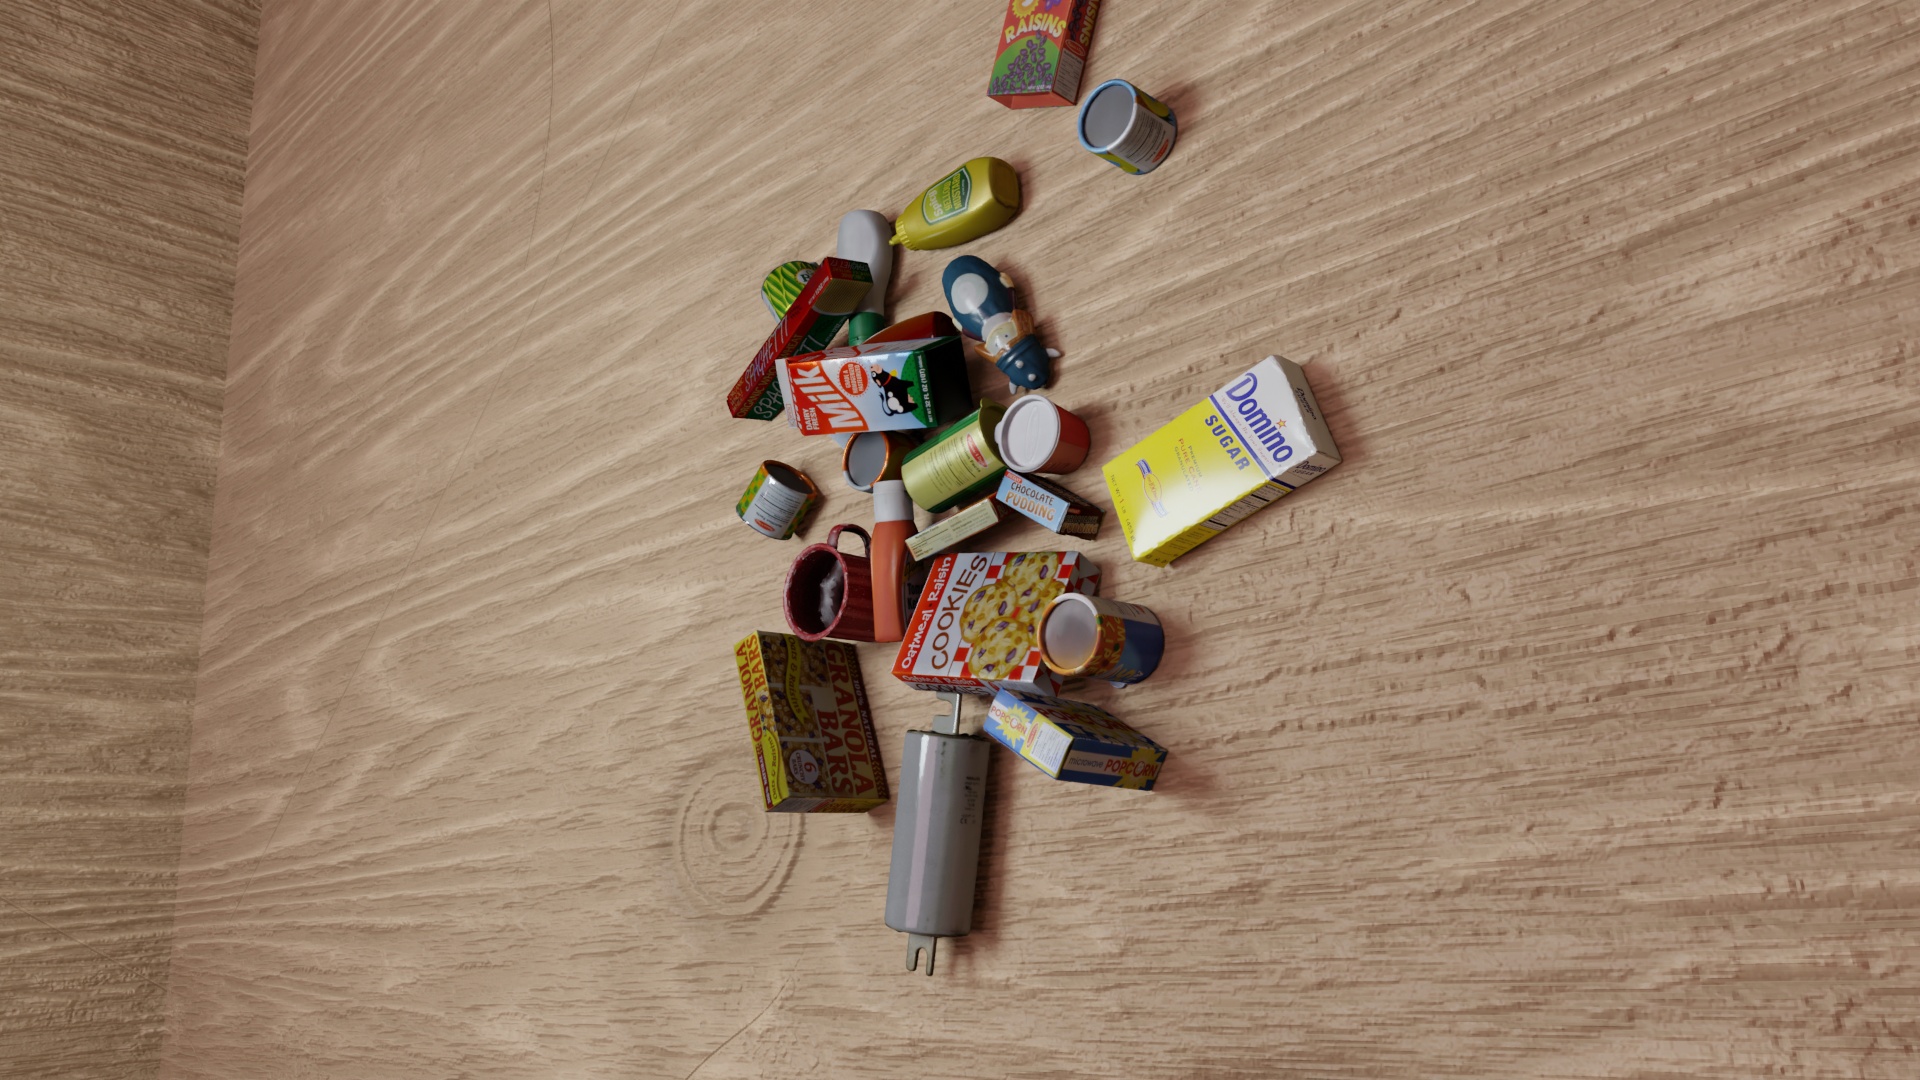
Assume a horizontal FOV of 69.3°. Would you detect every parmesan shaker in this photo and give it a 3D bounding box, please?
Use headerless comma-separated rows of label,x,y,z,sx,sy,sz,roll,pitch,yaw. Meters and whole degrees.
parmesan shaker,0.003,-0.076,1.261,0.102,0.071,0.071,-29,62,37

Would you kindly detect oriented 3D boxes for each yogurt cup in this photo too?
yogurt cup,0.075,-0.088,1.204,0.072,0.054,0.072,-11,73,42

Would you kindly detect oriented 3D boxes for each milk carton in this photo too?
milk carton,-0.091,-0.143,1.304,0.190,0.074,0.072,0,108,30

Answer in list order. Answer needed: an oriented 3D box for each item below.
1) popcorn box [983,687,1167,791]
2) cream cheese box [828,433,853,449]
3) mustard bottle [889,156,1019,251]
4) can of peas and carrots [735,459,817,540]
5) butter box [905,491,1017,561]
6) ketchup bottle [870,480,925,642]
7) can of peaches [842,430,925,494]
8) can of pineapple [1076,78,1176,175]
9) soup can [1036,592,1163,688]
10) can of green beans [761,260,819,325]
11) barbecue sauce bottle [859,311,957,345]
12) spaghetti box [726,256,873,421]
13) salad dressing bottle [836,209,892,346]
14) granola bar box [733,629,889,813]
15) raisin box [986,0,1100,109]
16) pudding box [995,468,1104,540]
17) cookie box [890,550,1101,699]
popcorn box,0.090,0.156,1.084,0.085,0.127,0.038,29,98,43
cream cheese box,-0.120,-0.132,1.421,0.104,0.024,0.053,43,111,40
mustard bottle,-0.016,-0.315,1.346,0.160,0.049,0.065,-19,67,40
can of peas and carrots,-0.190,-0.043,1.441,0.058,0.071,0.071,-56,49,19
butter box,0.004,-0.016,1.251,0.103,0.053,0.024,-26,93,34
ketchup bottle,-0.059,0.020,1.286,0.043,0.065,0.149,-6,86,25
can of peaches,-0.071,-0.077,1.339,0.071,0.058,0.071,-11,74,42
can of pineapple,0.142,-0.357,1.199,0.071,0.058,0.071,-11,73,42
soup can,0.111,0.081,1.111,0.071,0.084,0.071,-11,74,42
can of green beans,-0.169,-0.252,1.466,0.071,0.071,0.058,-50,52,24
barbecue sauce bottle,-0.072,-0.175,1.356,0.148,0.044,0.065,-13,79,32
spaghetti box,-0.169,-0.202,1.429,0.248,0.050,0.029,-44,54,45
salad dressing bottle,-0.097,-0.261,1.416,0.064,0.044,0.148,-13,74,42
granola bar box,-0.139,0.170,1.301,0.039,0.124,0.166,-34,59,34
raisin box,0.079,-0.470,1.298,0.086,0.040,0.123,14,90,45
pudding box,0.077,-0.031,1.193,0.084,0.050,0.030,33,106,43
cookie box,0.029,0.072,1.196,0.167,0.040,0.123,-2,58,44
